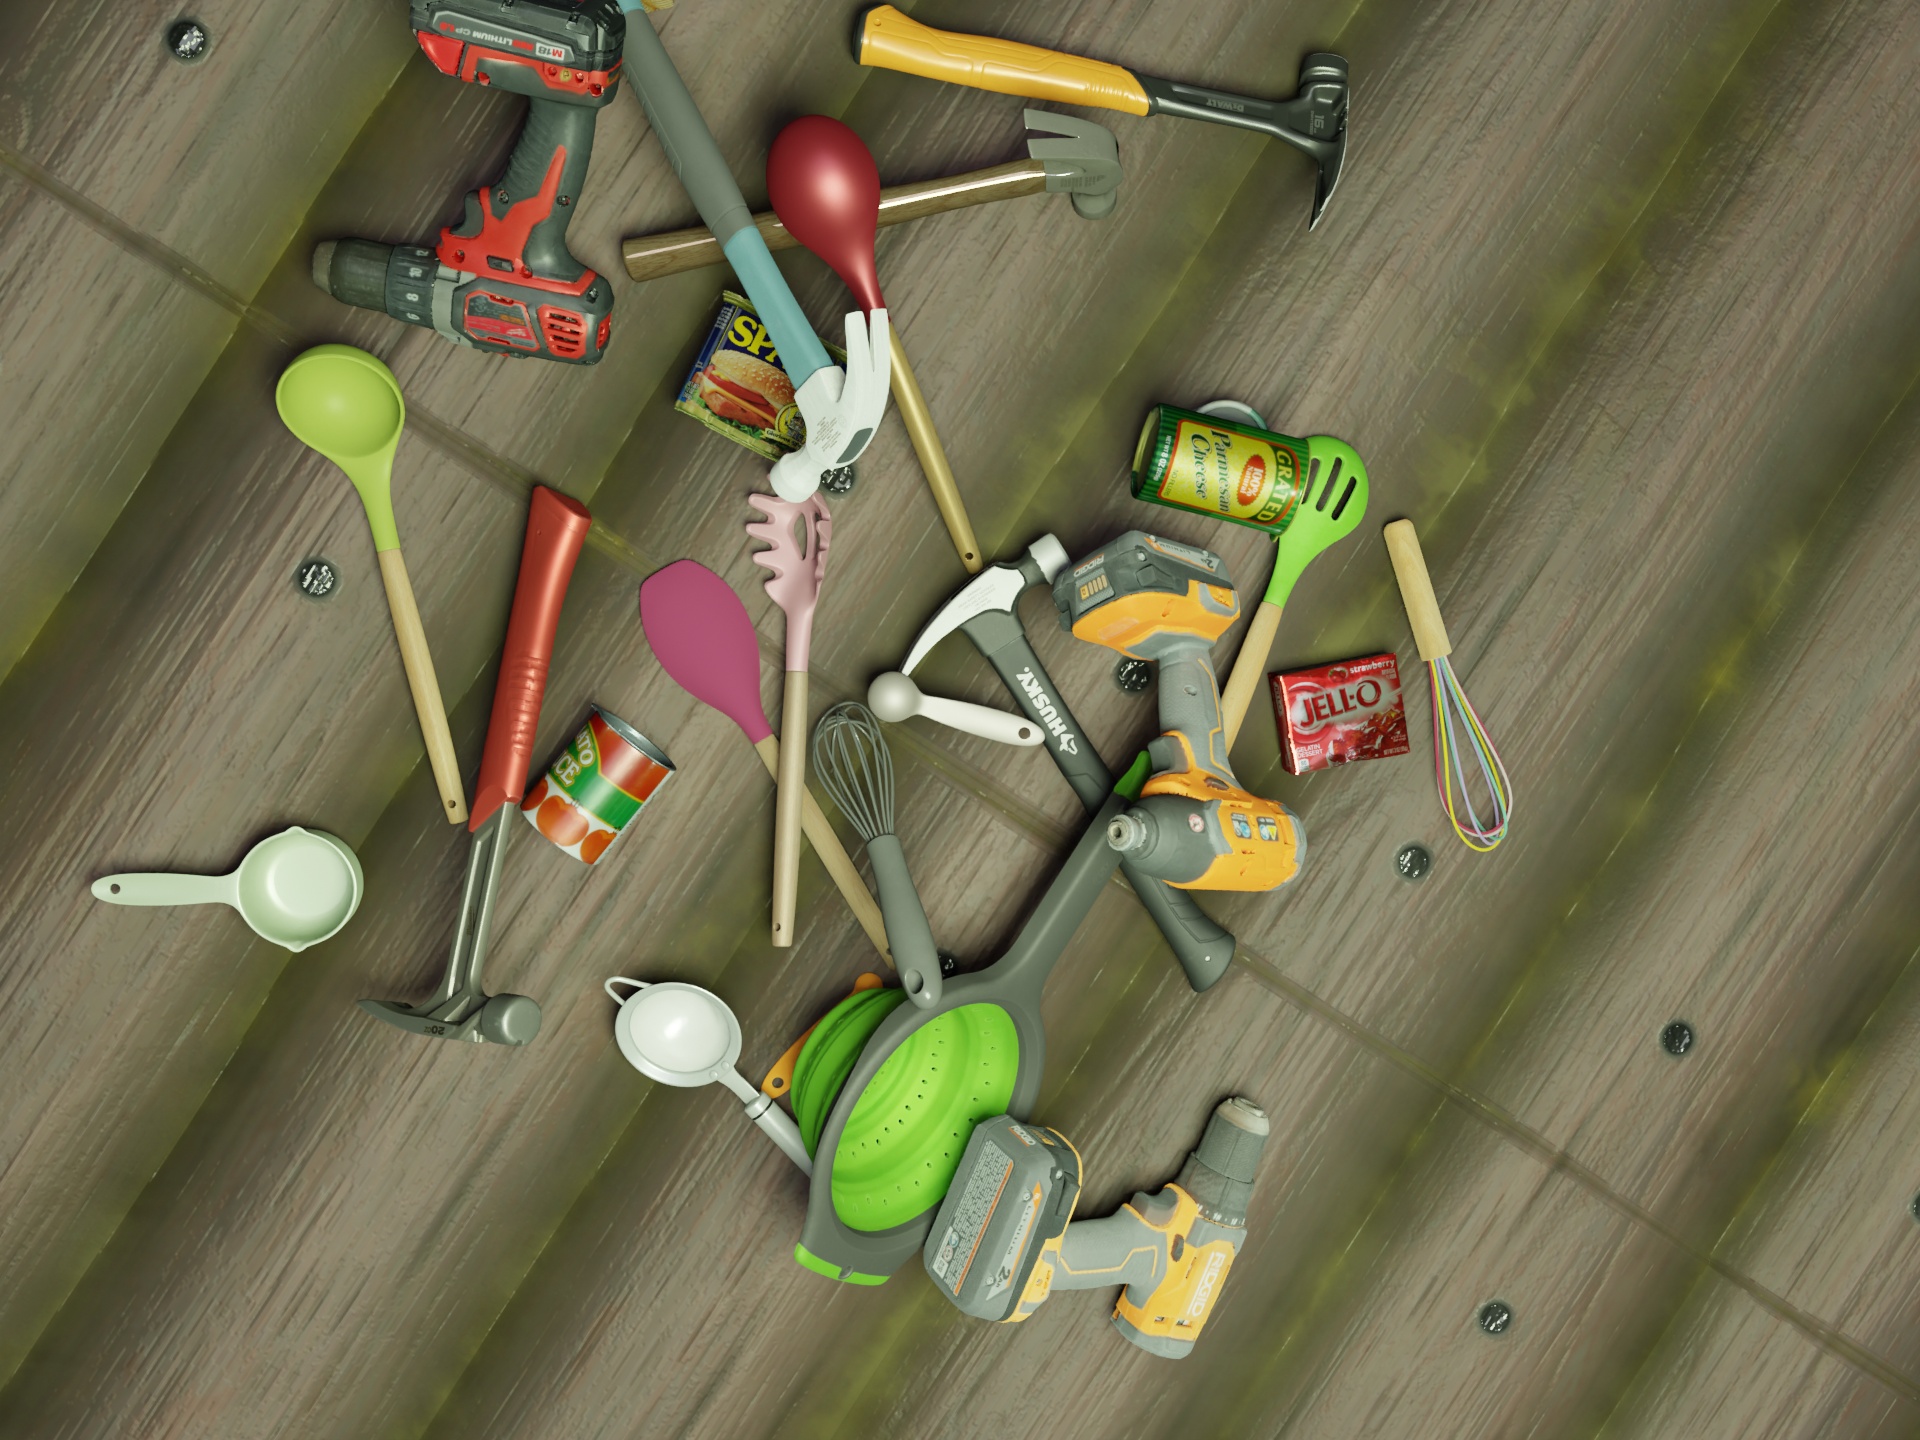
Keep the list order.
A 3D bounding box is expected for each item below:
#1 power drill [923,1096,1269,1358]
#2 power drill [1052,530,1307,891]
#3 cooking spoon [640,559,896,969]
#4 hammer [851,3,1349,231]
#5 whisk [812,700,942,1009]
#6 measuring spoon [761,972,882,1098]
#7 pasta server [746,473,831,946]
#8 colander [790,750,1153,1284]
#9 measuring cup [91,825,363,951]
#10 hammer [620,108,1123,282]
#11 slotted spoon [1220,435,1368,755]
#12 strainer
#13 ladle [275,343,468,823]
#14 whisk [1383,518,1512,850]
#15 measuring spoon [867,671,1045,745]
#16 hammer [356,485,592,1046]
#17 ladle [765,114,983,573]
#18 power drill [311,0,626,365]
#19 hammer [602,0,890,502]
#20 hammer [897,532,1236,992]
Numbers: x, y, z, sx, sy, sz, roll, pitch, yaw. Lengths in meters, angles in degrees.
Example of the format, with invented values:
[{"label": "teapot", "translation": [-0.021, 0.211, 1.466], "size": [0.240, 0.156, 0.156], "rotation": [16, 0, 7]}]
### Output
[{"label": "power drill", "translation": [0.107, 0.331, 1.084], "size": [0.226, 0.084, 0.185], "rotation": [22, 92, -32]}, {"label": "power drill", "translation": [0.132, -0.002, 1.017], "size": [0.164, 0.084, 0.227], "rotation": [7, 63, -46]}, {"label": "cooking spoon", "translation": [-0.122, 0.034, 1.093], "size": [0.069, 0.017, 0.319], "rotation": [-31, 96, -4]}, {"label": "hammer", "translation": [0.094, -0.418, 1.063], "size": [0.337, 0.034, 0.127], "rotation": [10, 69, -4]}, {"label": "whisk", "translation": [-0.053, 0.083, 1.026], "size": [0.055, 0.055, 0.239], "rotation": [-16, 53, -5]}, {"label": "measuring spoon", "translation": [-0.098, 0.222, 1.113], "size": [0.021, 0.011, 0.117], "rotation": [44, 89, -8]}, {"label": "pasta server", "translation": [-0.116, -0.006, 1.067], "size": [0.060, 0.040, 0.316], "rotation": [3, 89, 31]}, {"label": "colander", "translation": [0.000, 0.178, 1.067], "size": [0.397, 0.095, 0.204], "rotation": [-57, 140, -7]}, {"label": "measuring cup", "translation": [-0.480, 0.108, 1.050], "size": [0.167, 0.038, 0.083], "rotation": [0, 94, -5]}, {"label": "hammer", "translation": [-0.058, -0.334, 1.037], "size": [0.331, 0.130, 0.031], "rotation": [-11, 86, 3]}, {"label": "slotted spoon", "translation": [0.209, -0.055, 1.101], "size": [0.070, 0.031, 0.314], "rotation": [23, 86, -6]}, {"label": "strainer", "translation": [-0.145, 0.258, 1.092], "size": [0.087, 0.050, 0.258], "rotation": [-38, 100, 20]}, {"label": "ladle", "translation": [-0.371, -0.085, 1.039], "size": [0.078, 0.062, 0.320], "rotation": [-12, 98, 2]}, {"label": "whisk", "translation": [0.343, -0.024, 1.130], "size": [0.047, 0.051, 0.245], "rotation": [-18, 93, 1]}, {"label": "measuring spoon", "translation": [-0.002, -0.003, 1.066], "size": [0.124, 0.018, 0.034], "rotation": [15, 96, -7]}, {"label": "hammer", "translation": [-0.301, 0.024, 1.032], "size": [0.149, 0.036, 0.359], "rotation": [1, 78, 36]}, {"label": "ladle", "translation": [-0.044, -0.232, 1.029], "size": [0.069, 0.031, 0.315], "rotation": [-18, 118, 10]}, {"label": "power drill", "translation": [-0.302, -0.339, 0.983], "size": [0.188, 0.080, 0.226], "rotation": [11, 123, -7]}, {"label": "hammer", "translation": [-0.143, -0.307, 0.980], "size": [0.033, 0.128, 0.331], "rotation": [-23, 82, -45]}, {"label": "hammer", "translation": [0.088, 0.048, 1.107], "size": [0.146, 0.035, 0.334], "rotation": [-33, 99, 1]}]
